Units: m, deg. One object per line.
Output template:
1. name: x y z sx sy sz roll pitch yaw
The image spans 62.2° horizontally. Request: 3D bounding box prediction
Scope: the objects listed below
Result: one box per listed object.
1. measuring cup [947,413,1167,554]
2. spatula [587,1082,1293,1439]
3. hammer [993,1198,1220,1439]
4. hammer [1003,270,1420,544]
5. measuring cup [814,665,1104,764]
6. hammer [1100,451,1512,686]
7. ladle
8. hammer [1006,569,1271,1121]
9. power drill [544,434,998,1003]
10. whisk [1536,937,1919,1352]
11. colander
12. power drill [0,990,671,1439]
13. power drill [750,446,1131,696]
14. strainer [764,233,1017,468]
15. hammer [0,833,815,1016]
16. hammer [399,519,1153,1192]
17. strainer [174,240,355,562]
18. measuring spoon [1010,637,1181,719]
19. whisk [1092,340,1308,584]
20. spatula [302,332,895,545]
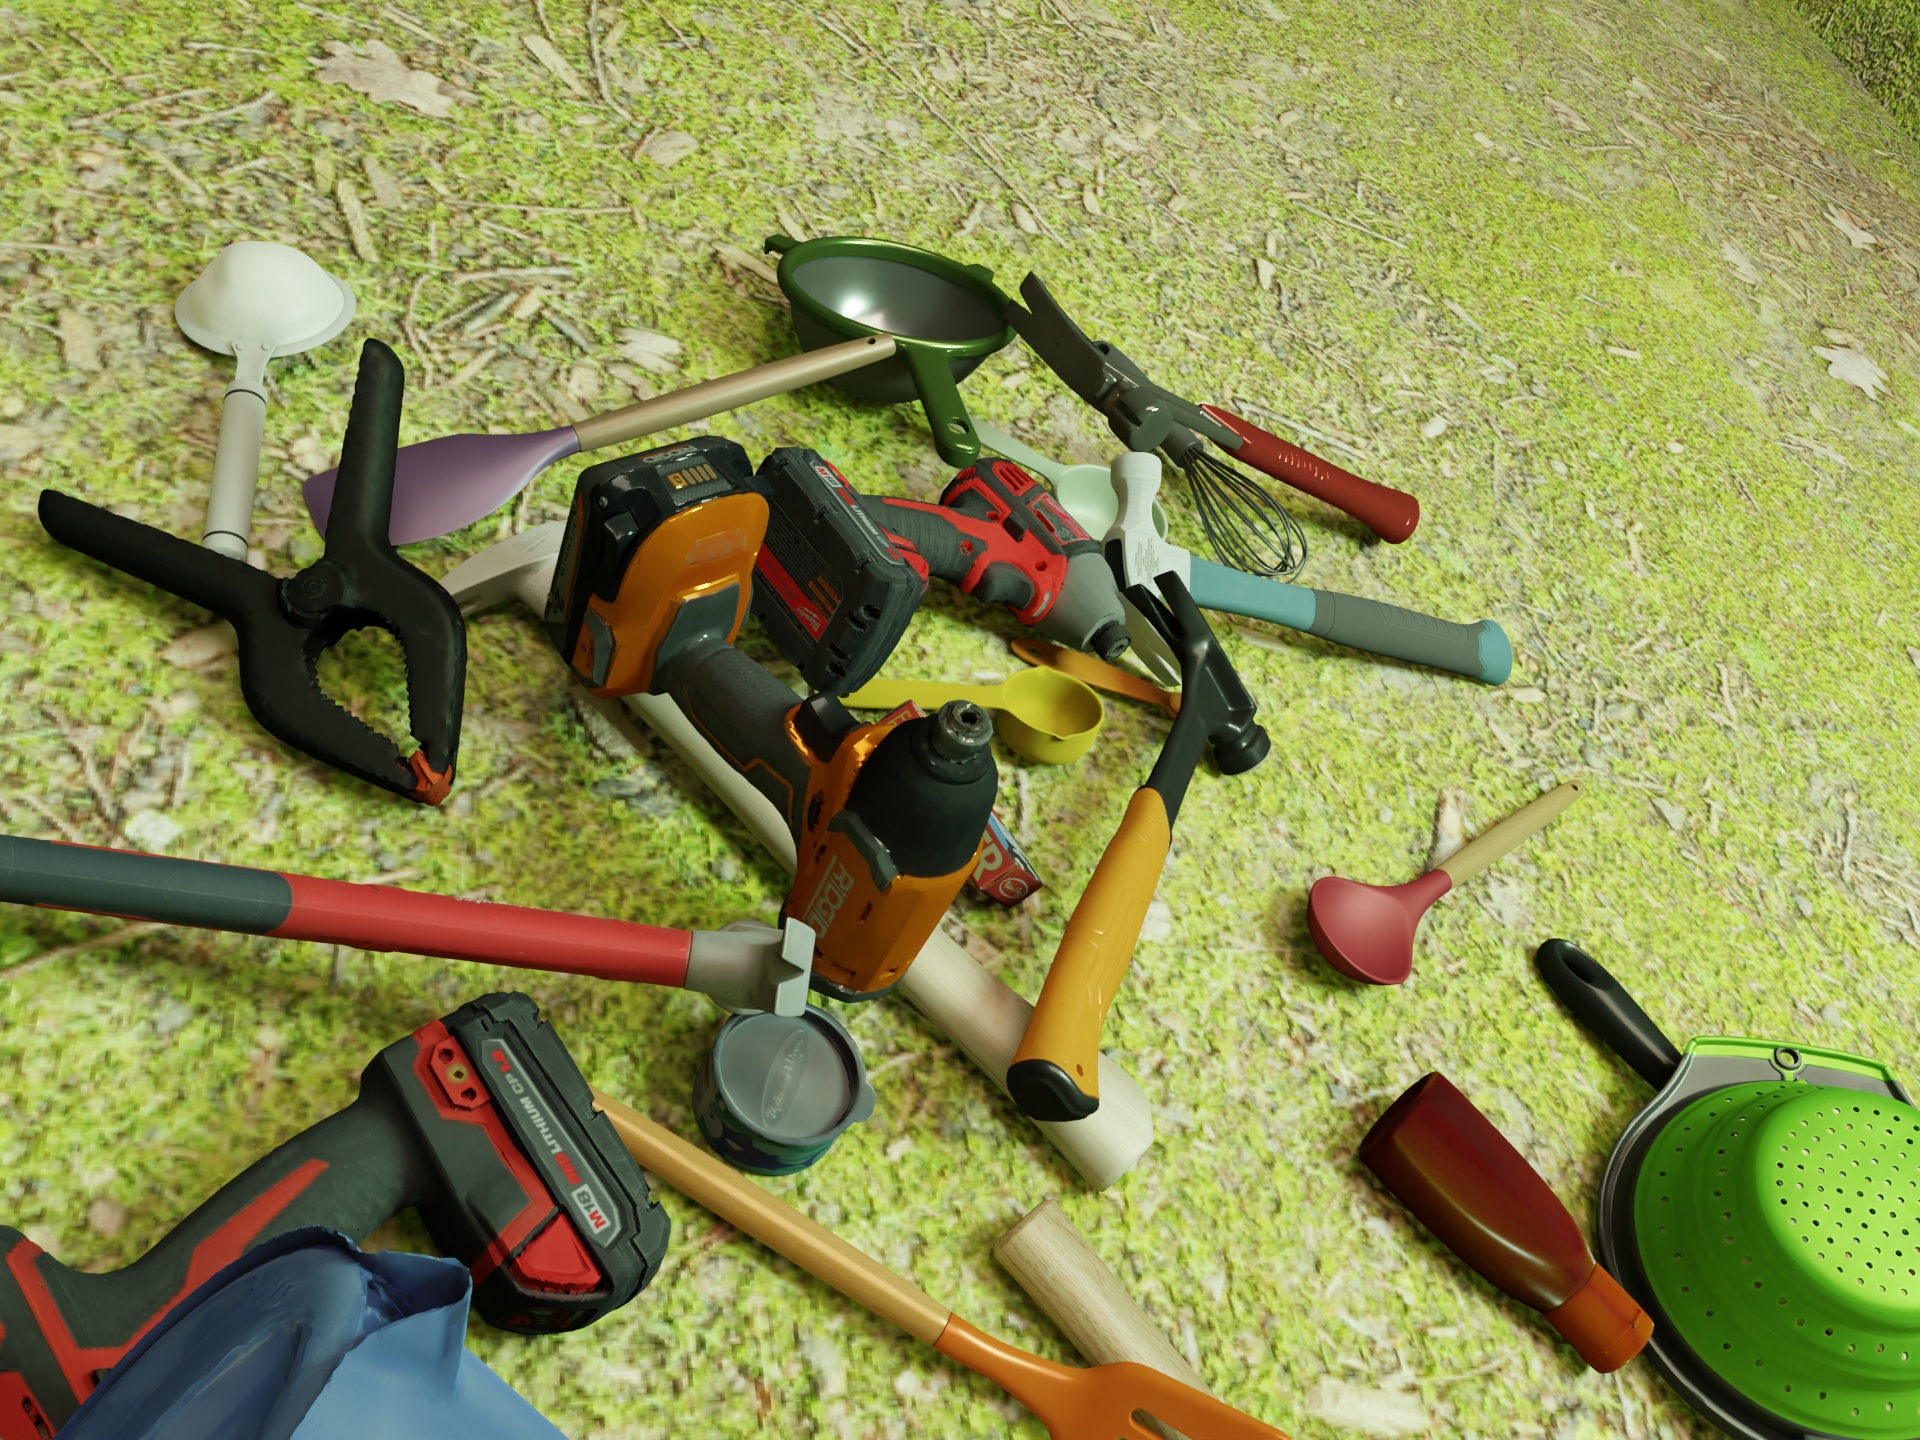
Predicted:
1. measuring cup: 0.047 -0.142 0.984 0.167 0.038 0.083 31 43 5
2. spatula: -0.028 0.223 0.611 0.322 0.041 0.081 31 87 3
3. hammer: 0.134 0.326 0.624 0.130 0.031 0.331 -28 70 -42
4. hammer: 0.183 -0.181 1.021 0.358 0.036 0.149 13 33 -44
5. measuring cup: -0.001 -0.003 0.845 0.156 0.029 0.062 3 39 -12
6. hammer: 0.226 -0.068 0.995 0.330 0.033 0.128 10 78 -31
7. ladle: 0.294 0.084 0.934 0.315 0.031 0.069 -21 67 -42
8. hammer: 0.084 0.057 0.774 0.127 0.034 0.337 57 35 -20
9. power drill: -0.074 -0.012 0.657 0.084 0.164 0.227 -25 67 -38
10. whisk: 0.422 0.232 0.858 0.073 0.073 0.296 -16 56 -38
11. colander: 0.405 0.309 0.710 0.204 0.094 0.397 6 54 10
12. power drill: -0.206 0.208 0.501 0.226 0.080 0.188 -26 75 -38
13. power drill: -0.006 -0.080 0.852 0.219 0.078 0.143 -9 52 -48
14. strainer: -0.032 -0.203 0.945 0.151 0.069 0.257 3 40 -19
15. hammer: -0.244 0.063 0.555 0.386 0.143 0.038 9 80 -10
16. hammer: -0.077 0.060 0.733 0.411 0.038 0.146 44 46 11
17. strainer: -0.345 -0.164 0.773 0.087 0.050 0.259 -2 56 -12
18. measuring spoon: 0.082 -0.023 0.918 0.117 0.011 0.021 20 46 -9
19. whisk: 0.151 -0.177 1.070 0.055 0.055 0.239 -11 54 -36
20. spatula: -0.173 -0.151 0.818 0.316 0.018 0.060 -23 65 -22
